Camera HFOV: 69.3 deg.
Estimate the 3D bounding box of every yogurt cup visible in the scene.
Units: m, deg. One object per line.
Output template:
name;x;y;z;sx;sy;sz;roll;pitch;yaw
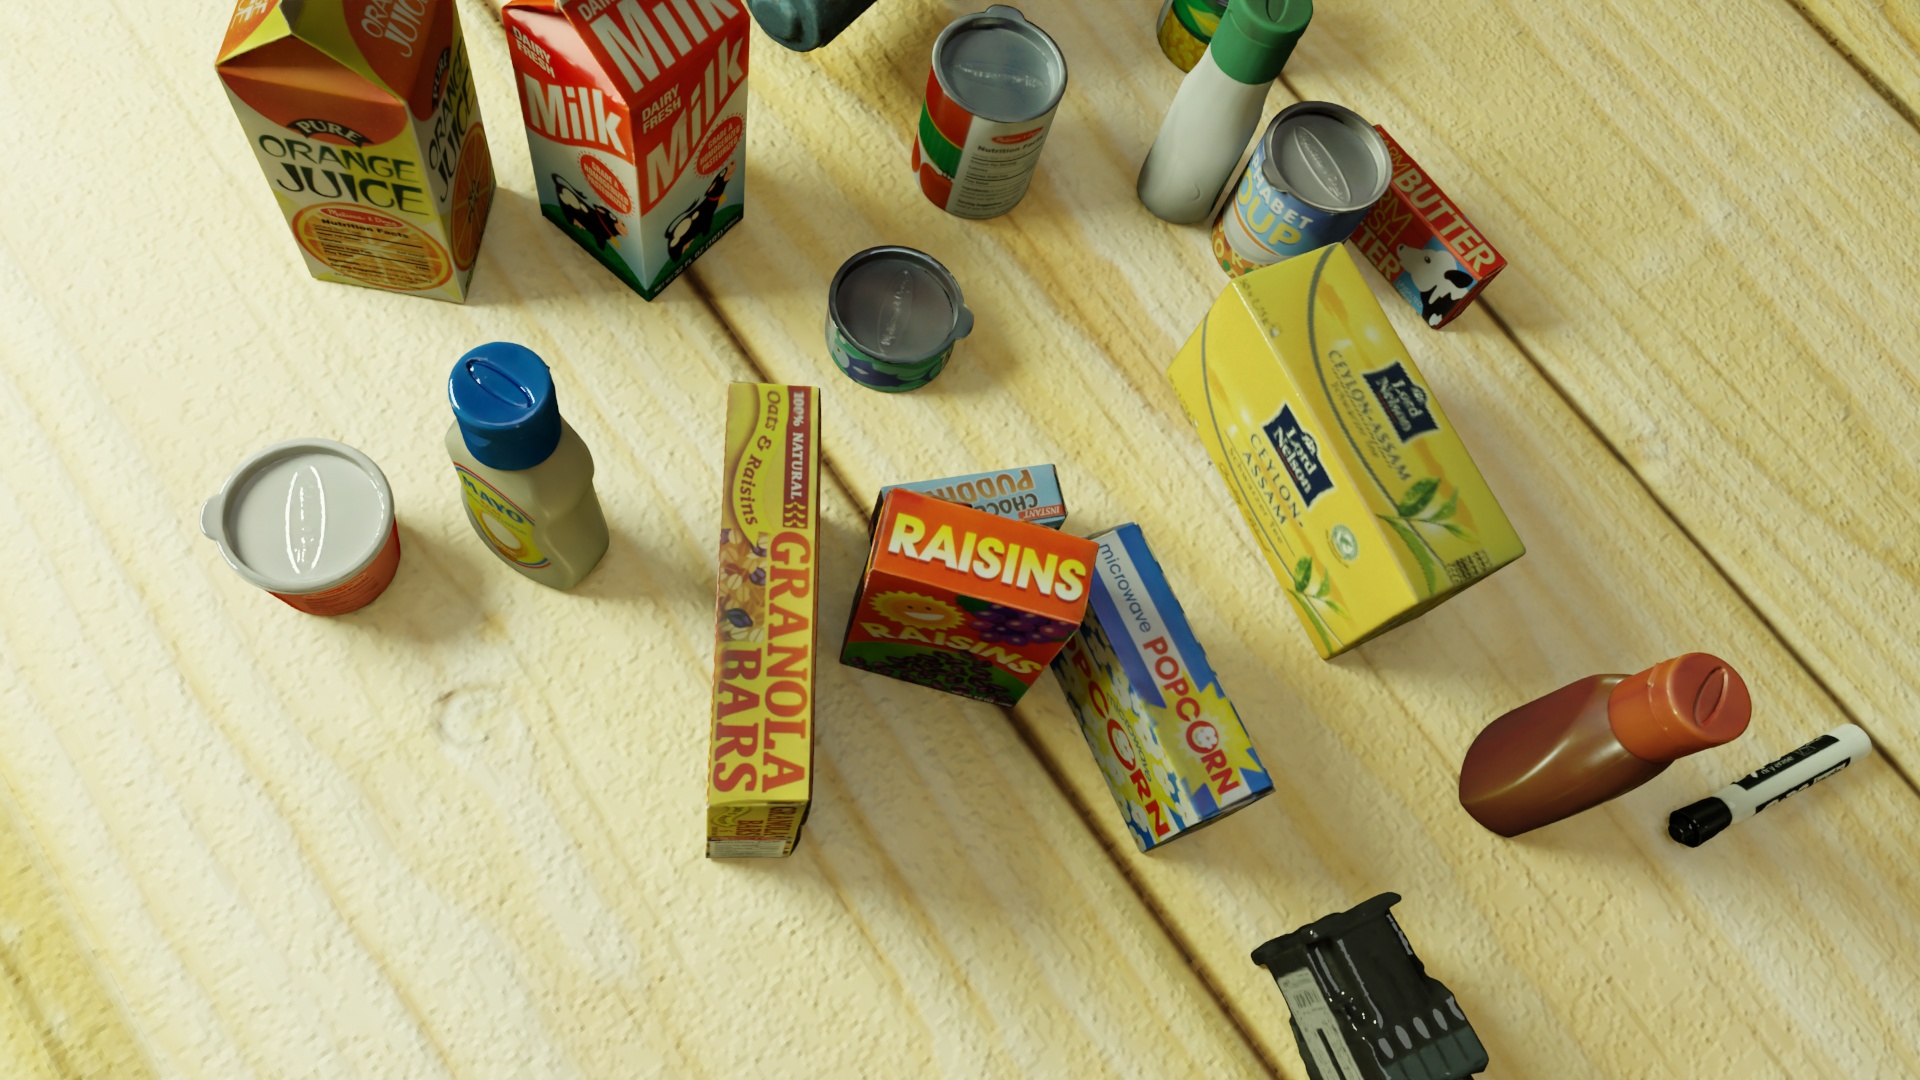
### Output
yogurt cup;-0.268;-0.002;0.581;0.072;0.053;0.072;4;68;-9

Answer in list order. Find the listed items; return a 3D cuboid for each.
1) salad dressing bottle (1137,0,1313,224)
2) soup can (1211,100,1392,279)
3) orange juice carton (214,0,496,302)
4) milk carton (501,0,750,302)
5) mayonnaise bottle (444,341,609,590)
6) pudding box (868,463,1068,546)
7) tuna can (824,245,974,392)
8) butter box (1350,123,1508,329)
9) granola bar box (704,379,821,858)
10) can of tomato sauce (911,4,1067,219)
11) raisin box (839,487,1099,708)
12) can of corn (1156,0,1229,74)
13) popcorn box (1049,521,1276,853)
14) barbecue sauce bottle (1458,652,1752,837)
salad dressing bottle;0.130;-0.217;0.693;0.044;0.147;0.064;16;67;-4
soup can;0.171;-0.173;0.718;0.071;0.083;0.071;4;68;-9
orange juice carton;-0.250;-0.183;0.582;0.073;0.192;0.072;8;67;-7
milk carton;-0.143;-0.195;0.608;0.073;0.189;0.072;39;67;6
mayonnaise bottle;-0.176;-0.029;0.558;0.065;0.147;0.041;35;67;4
pudding box;0.002;-0.008;0.637;0.084;0.049;0.030;-9;70;-14
tuna can;-0.031;-0.107;0.680;0.071;0.032;0.071;4;68;-9
butter box;0.239;-0.168;0.745;0.024;0.053;0.103;-33;77;-20
granola bar box;-0.080;0.036;0.562;0.039;0.123;0.166;3;68;-10
can of tomato sauce;0.012;-0.215;0.705;0.071;0.082;0.071;4;68;-9
raisin box;0.000;0.027;0.582;0.086;0.123;0.040;16;67;-4
can of corn;0.151;-0.300;0.779;0.071;0.058;0.071;4;68;-9
popcorn box;0.077;0.065;0.602;0.038;0.085;0.127;-20;73;-17
barbecue sauce bottle;0.272;0.085;0.596;0.044;0.148;0.065;37;67;5
